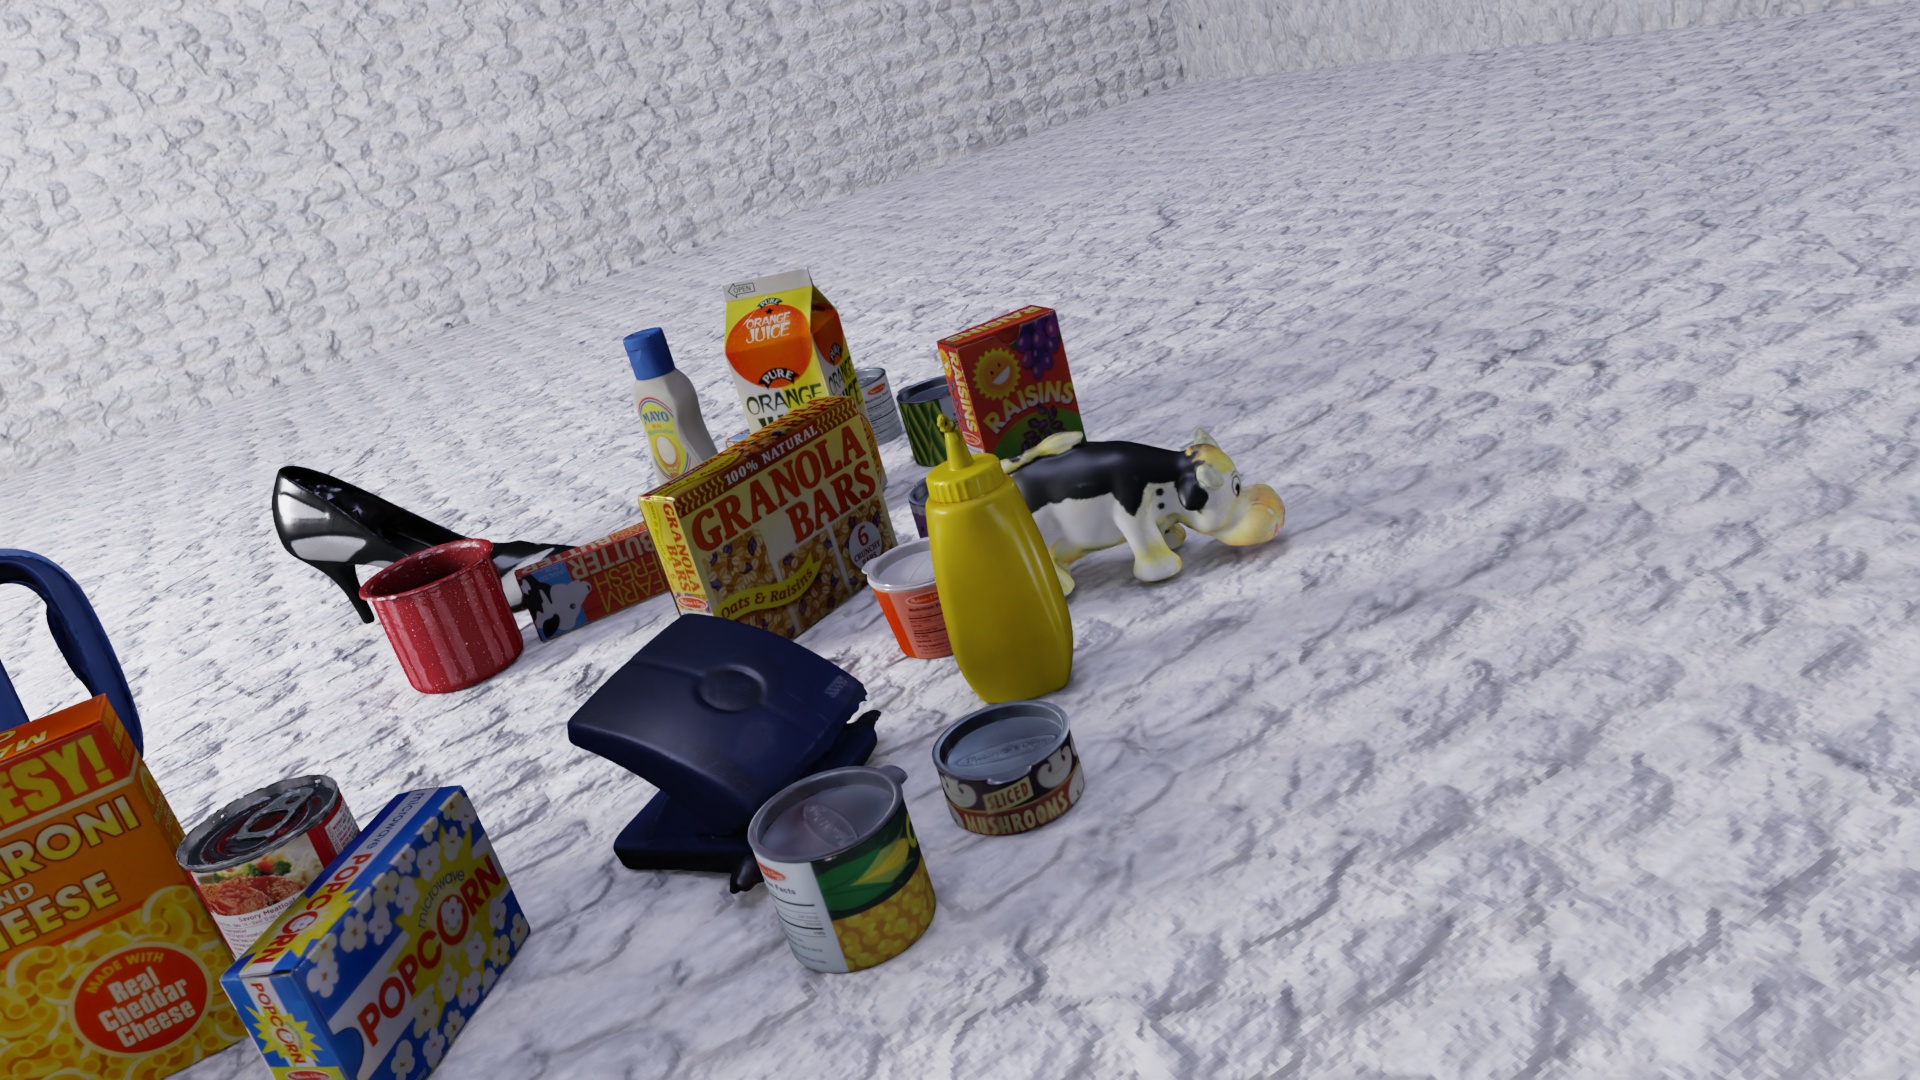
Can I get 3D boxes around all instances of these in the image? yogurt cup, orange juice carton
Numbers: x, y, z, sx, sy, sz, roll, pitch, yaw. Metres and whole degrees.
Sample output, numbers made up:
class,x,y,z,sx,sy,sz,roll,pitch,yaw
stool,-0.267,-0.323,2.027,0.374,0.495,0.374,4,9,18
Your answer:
class,x,y,z,sx,sy,sz,roll,pitch,yaw
yogurt cup,-0.016,0.034,0.823,0.072,0.053,0.072,-14,21,5
orange juice carton,-0.122,-0.111,1.068,0.072,0.192,0.073,-10,22,16

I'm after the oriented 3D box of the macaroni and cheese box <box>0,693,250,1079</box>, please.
class,x,y,z,sx,sy,sz,roll,pitch,yaw
macaroni and cheese box,-0.396,0.167,0.600,0.124,0.165,0.040,-24,22,-21

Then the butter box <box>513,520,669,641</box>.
class,x,y,z,sx,sy,sz,roll,pitch,yaw
butter box,-0.266,0.029,1.012,0.104,0.053,0.024,-23,22,-19

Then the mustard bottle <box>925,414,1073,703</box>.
class,x,y,z,sx,sy,sz,roll,pitch,yaw
mustard bottle,0.015,0.006,0.724,0.065,0.159,0.049,-13,21,9

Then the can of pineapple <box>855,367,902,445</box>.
class,x,y,z,sx,sy,sz,roll,pitch,yaw
can of pineapple,-0.092,-0.118,1.250,0.071,0.057,0.071,-14,21,5

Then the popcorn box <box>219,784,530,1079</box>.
class,x,y,z,sx,sy,sz,roll,pitch,yaw
popcorn box,-0.240,0.174,0.587,0.038,0.085,0.127,-10,22,16

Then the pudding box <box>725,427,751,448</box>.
class,x,y,z,sx,sy,sz,roll,pitch,yaw
pudding box,-0.163,-0.083,1.223,0.030,0.049,0.084,4,28,42

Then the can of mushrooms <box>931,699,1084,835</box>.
class,x,y,z,sx,sy,sz,roll,pitch,yaw
can of mushrooms,0.023,0.106,0.645,0.071,0.033,0.071,-14,21,5

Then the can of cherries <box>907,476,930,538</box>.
class,x,y,z,sx,sy,sz,roll,pitch,yaw
can of cherries,0.003,-0.012,0.917,0.071,0.058,0.072,-14,21,5

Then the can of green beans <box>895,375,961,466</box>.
class,x,y,z,sx,sy,sz,roll,pitch,yaw
can of green beans,-0.014,-0.100,1.152,0.071,0.057,0.071,-14,21,5

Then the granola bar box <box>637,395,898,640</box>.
class,x,y,z,sx,sy,sz,roll,pitch,yaw
granola bar box,-0.118,-0.006,0.898,0.039,0.123,0.166,2,27,40

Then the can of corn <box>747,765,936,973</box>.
class,x,y,z,sx,sy,sz,roll,pitch,yaw
can of corn,-0.046,0.136,0.583,0.071,0.058,0.071,-14,21,5

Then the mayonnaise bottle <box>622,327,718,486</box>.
class,x,y,z,sx,sy,sz,roll,pitch,yaw
mayonnaise bottle,-0.258,-0.113,1.230,0.064,0.147,0.041,-2,25,33

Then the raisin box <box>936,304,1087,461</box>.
class,x,y,z,sx,sy,sz,roll,pitch,yaw
raisin box,0.040,-0.102,1.029,0.086,0.123,0.040,-23,22,-19
